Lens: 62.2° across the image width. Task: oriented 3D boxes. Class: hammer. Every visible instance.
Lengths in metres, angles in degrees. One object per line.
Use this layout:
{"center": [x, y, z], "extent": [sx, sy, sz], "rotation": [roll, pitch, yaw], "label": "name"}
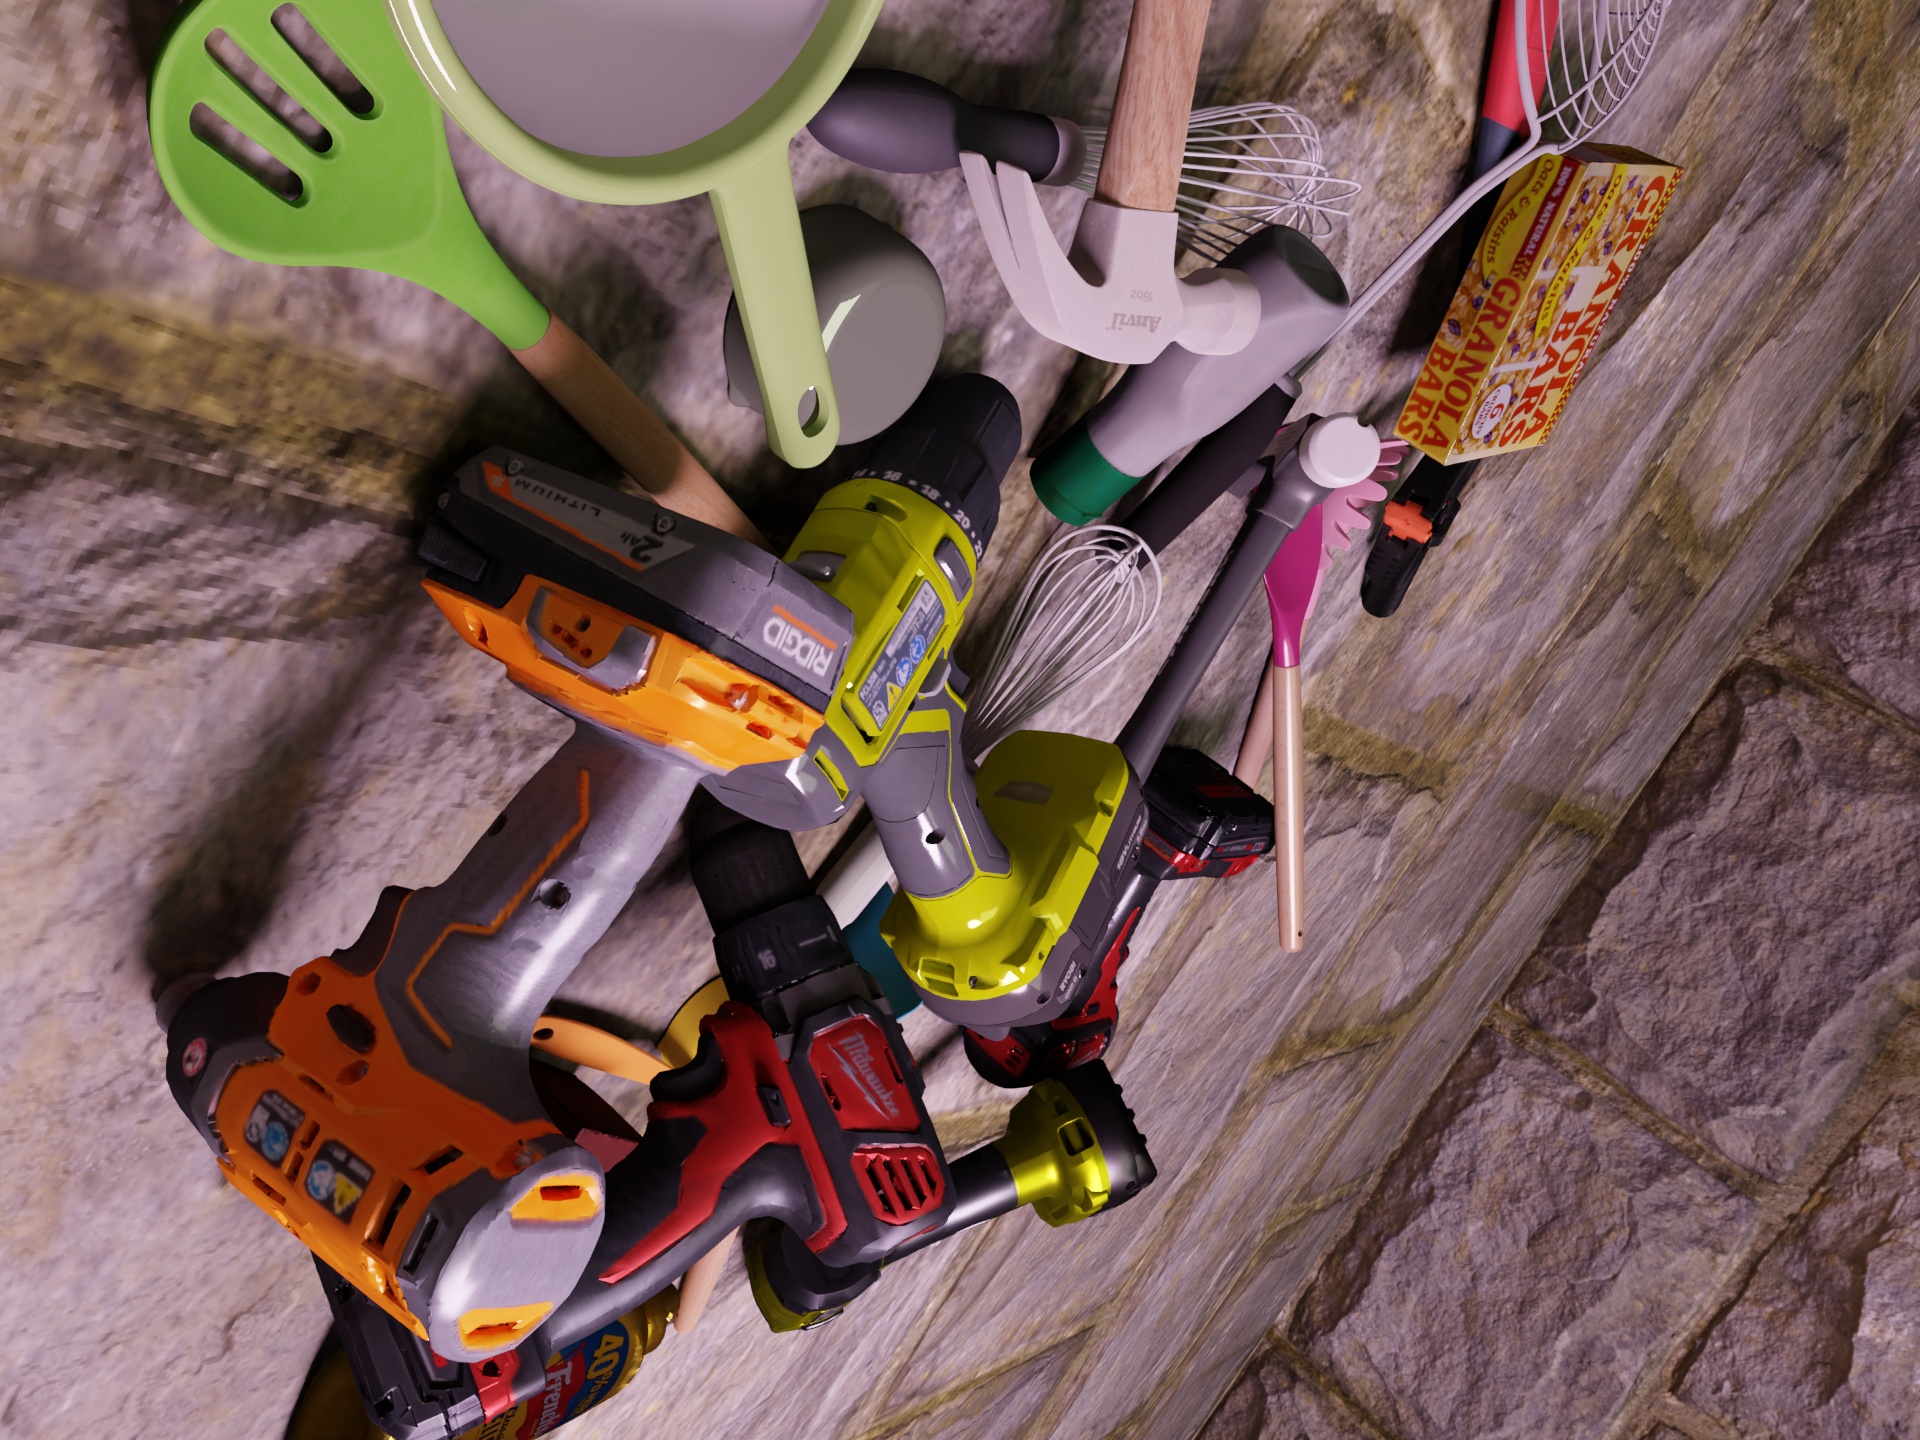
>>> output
{"center": [0.267, -0.295, 0.802], "extent": [0.143, 0.038, 0.385], "rotation": [-41, 149, -19], "label": "hammer"}
{"center": [0.087, 0.006, 0.766], "extent": [0.335, 0.035, 0.146], "rotation": [-60, -175, 2], "label": "hammer"}
{"center": [0.074, -0.276, 0.485], "extent": [0.130, 0.031, 0.331], "rotation": [-11, 121, -40], "label": "hammer"}

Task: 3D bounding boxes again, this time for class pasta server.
{"center": [0.213, -0.044, 0.996], "extent": [0.060, 0.040, 0.316], "rotation": [-52, 159, -44], "label": "pasta server"}

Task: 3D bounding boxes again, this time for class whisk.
{"center": [0.005, 0.010, 0.740], "extent": [0.246, 0.059, 0.058], "rotation": [-51, -174, 3], "label": "whisk"}
{"center": [0.052, -0.201, 0.575], "extent": [0.284, 0.070, 0.070], "rotation": [-11, 130, -45], "label": "whisk"}

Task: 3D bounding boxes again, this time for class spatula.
{"center": [-0.095, 0.217, 0.812], "extent": [0.044, 0.082, 0.317], "rotation": [5, 126, -26], "label": "spatula"}

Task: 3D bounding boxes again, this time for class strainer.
{"center": [-0.076, -0.169, 0.397], "extent": [0.151, 0.069, 0.256], "rotation": [-44, 151, -22], "label": "strainer"}

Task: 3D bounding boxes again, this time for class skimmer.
{"center": [0.172, -0.216, 0.713], "extent": [0.363, 0.090, 0.127], "rotation": [-46, 155, 23], "label": "skimmer"}

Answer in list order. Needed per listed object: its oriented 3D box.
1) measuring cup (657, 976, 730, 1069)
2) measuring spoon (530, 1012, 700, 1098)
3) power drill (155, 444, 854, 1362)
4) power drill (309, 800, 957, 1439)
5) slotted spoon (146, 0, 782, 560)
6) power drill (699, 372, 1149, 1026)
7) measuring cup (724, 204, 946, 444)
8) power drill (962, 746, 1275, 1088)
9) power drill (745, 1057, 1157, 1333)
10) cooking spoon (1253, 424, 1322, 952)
{"center": [-0.120, 0.189, 0.762], "extent": [0.062, 0.029, 0.156], "rotation": [-19, 134, -46], "label": "measuring cup"}
{"center": [-0.146, 0.145, 0.672], "extent": [0.021, 0.011, 0.116], "rotation": [-36, 141, 11], "label": "measuring spoon"}
{"center": [-0.143, 0.041, 0.463], "extent": [0.226, 0.164, 0.084], "rotation": [-65, 152, -5], "label": "power drill"}
{"center": [-0.127, 0.140, 0.591], "extent": [0.226, 0.188, 0.080], "rotation": [-18, 169, -29], "label": "power drill"}
{"center": [-0.114, -0.099, 0.463], "extent": [0.070, 0.031, 0.313], "rotation": [-51, 153, -4], "label": "slotted spoon"}
{"center": [-0.001, -0.002, 0.625], "extent": [0.191, 0.080, 0.228], "rotation": [-61, 142, -28], "label": "power drill"}
{"center": [-0.050, -0.146, 0.491], "extent": [0.083, 0.038, 0.167], "rotation": [-49, 153, -8], "label": "measuring cup"}
{"center": [0.099, 0.127, 0.978], "extent": [0.143, 0.079, 0.219], "rotation": [5, 120, -57], "label": "power drill"}
{"center": [-0.013, 0.283, 0.918], "extent": [0.223, 0.080, 0.171], "rotation": [-18, 159, -21], "label": "power drill"}
{"center": [0.186, -0.009, 0.907], "extent": [0.069, 0.017, 0.318], "rotation": [-27, 119, -42], "label": "cooking spoon"}
